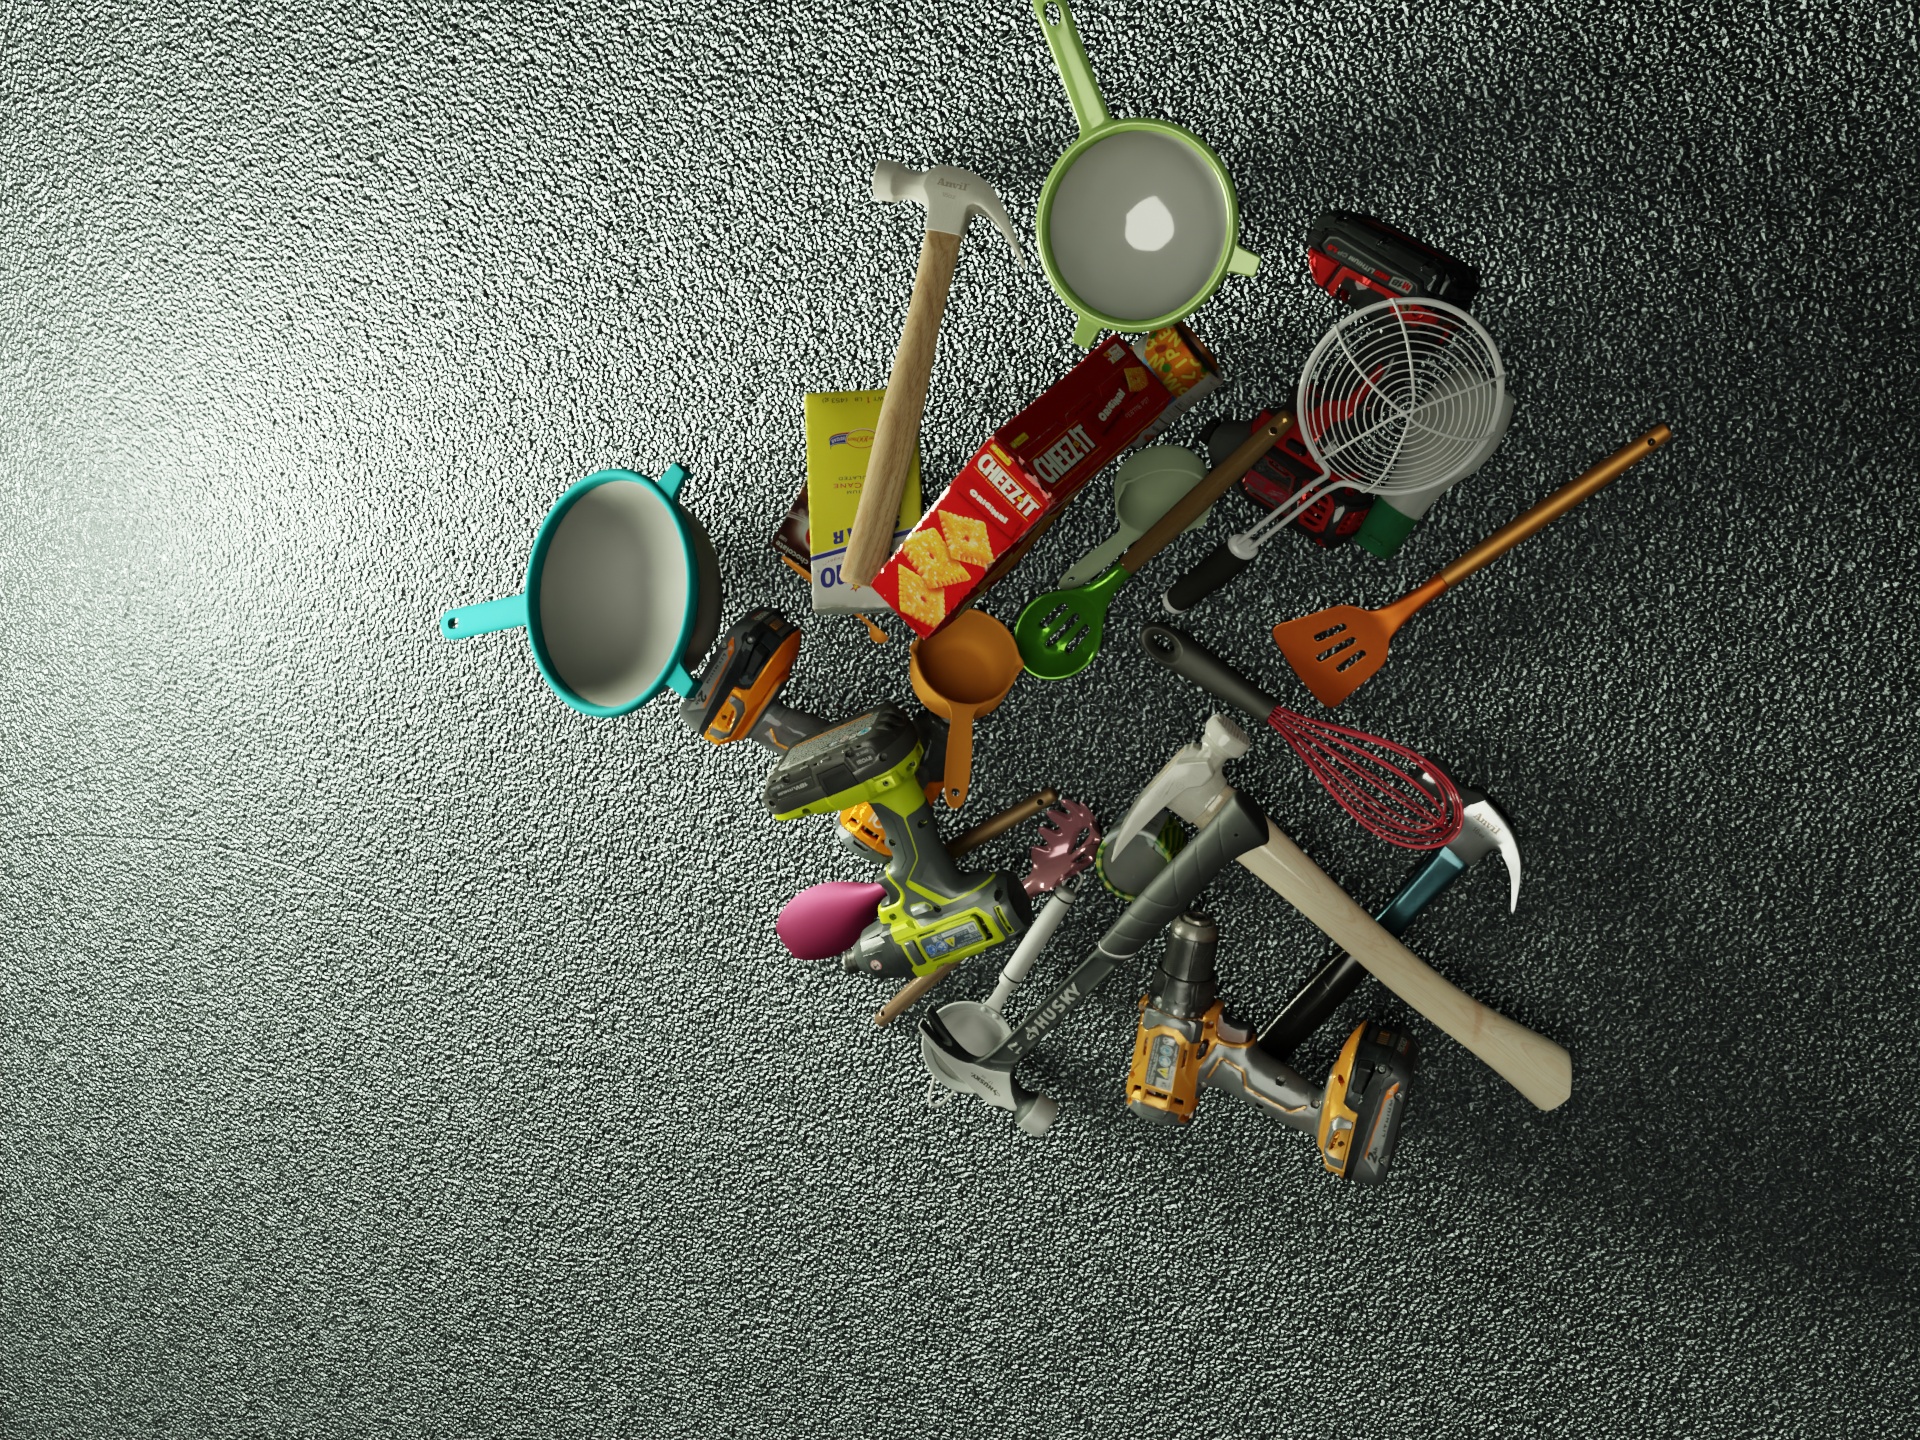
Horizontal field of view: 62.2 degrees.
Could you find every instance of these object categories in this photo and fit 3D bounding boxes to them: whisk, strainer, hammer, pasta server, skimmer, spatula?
[{"bbox_3d":[0.261,0.006,1.249,0.296,0.073,0.073,35,115,20],"label":"whisk"},{"bbox_3d":[-0.325,-0.101,1.413,0.340,0.095,0.211,-6,85,37],"label":"strainer"},{"bbox_3d":[-0.037,-0.266,1.240,0.130,0.031,0.331,14,91,11],"label":"hammer"},{"bbox_3d":[0.332,0.187,1.312,0.128,0.033,0.331,39,114,5],"label":"hammer"},{"bbox_3d":[0.019,0.180,1.411,0.316,0.040,0.060,-45,48,27],"label":"pasta server"},{"bbox_3d":[0.240,-0.168,1.130,0.127,0.090,0.363,31,158,-7],"label":"skimmer"},{"bbox_3d":[0.387,-0.122,1.204,0.322,0.041,0.081,-36,93,20],"label":"spatula"},{"bbox_3d":[0.312,0.177,1.266,0.410,0.038,0.146,40,110,-2],"label":"hammer"},{"bbox_3d":[0.042,0.238,1.421,0.087,0.050,0.258,32,108,3],"label":"strainer"},{"bbox_3d":[0.113,0.193,1.300,0.149,0.036,0.408,36,125,-2],"label":"hammer"},{"bbox_3d":[0.116,-0.416,1.176,0.151,0.069,0.256,-19,98,24],"label":"strainer"}]

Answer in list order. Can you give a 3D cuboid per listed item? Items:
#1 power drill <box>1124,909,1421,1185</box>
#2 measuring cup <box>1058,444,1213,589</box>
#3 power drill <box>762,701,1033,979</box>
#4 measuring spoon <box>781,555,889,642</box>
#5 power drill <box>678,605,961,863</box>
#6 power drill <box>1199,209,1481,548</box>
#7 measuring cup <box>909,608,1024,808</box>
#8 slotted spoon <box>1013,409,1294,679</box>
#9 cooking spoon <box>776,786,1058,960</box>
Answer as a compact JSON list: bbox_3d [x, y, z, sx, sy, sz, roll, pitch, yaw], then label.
[{"bbox_3d":[0.255,0.265,1.304,0.226,0.084,0.185,14,108,20],"label":"power drill"},{"bbox_3d":[0.131,-0.160,1.267,0.083,0.038,0.167,21,140,-28],"label":"measuring cup"},{"bbox_3d":[-0.063,0.112,1.330,0.171,0.080,0.223,-23,109,19],"label":"power drill"},{"bbox_3d":[-0.108,-0.101,1.355,0.116,0.021,0.011,38,83,-18],"label":"measuring spoon"},{"bbox_3d":[-0.111,0.000,1.377,0.226,0.084,0.164,36,114,0],"label":"power drill"},{"bbox_3d":[0.269,-0.251,1.166,0.143,0.078,0.219,38,121,26],"label":"power drill"},{"bbox_3d":[-0.002,-0.004,1.306,0.095,0.052,0.174,8,69,-8],"label":"measuring cup"},{"bbox_3d":[0.148,-0.135,1.240,0.070,0.031,0.313,46,129,-1],"label":"slotted spoon"},{"bbox_3d":[-0.043,0.136,1.428,0.319,0.017,0.068,-31,96,25],"label":"cooking spoon"}]
